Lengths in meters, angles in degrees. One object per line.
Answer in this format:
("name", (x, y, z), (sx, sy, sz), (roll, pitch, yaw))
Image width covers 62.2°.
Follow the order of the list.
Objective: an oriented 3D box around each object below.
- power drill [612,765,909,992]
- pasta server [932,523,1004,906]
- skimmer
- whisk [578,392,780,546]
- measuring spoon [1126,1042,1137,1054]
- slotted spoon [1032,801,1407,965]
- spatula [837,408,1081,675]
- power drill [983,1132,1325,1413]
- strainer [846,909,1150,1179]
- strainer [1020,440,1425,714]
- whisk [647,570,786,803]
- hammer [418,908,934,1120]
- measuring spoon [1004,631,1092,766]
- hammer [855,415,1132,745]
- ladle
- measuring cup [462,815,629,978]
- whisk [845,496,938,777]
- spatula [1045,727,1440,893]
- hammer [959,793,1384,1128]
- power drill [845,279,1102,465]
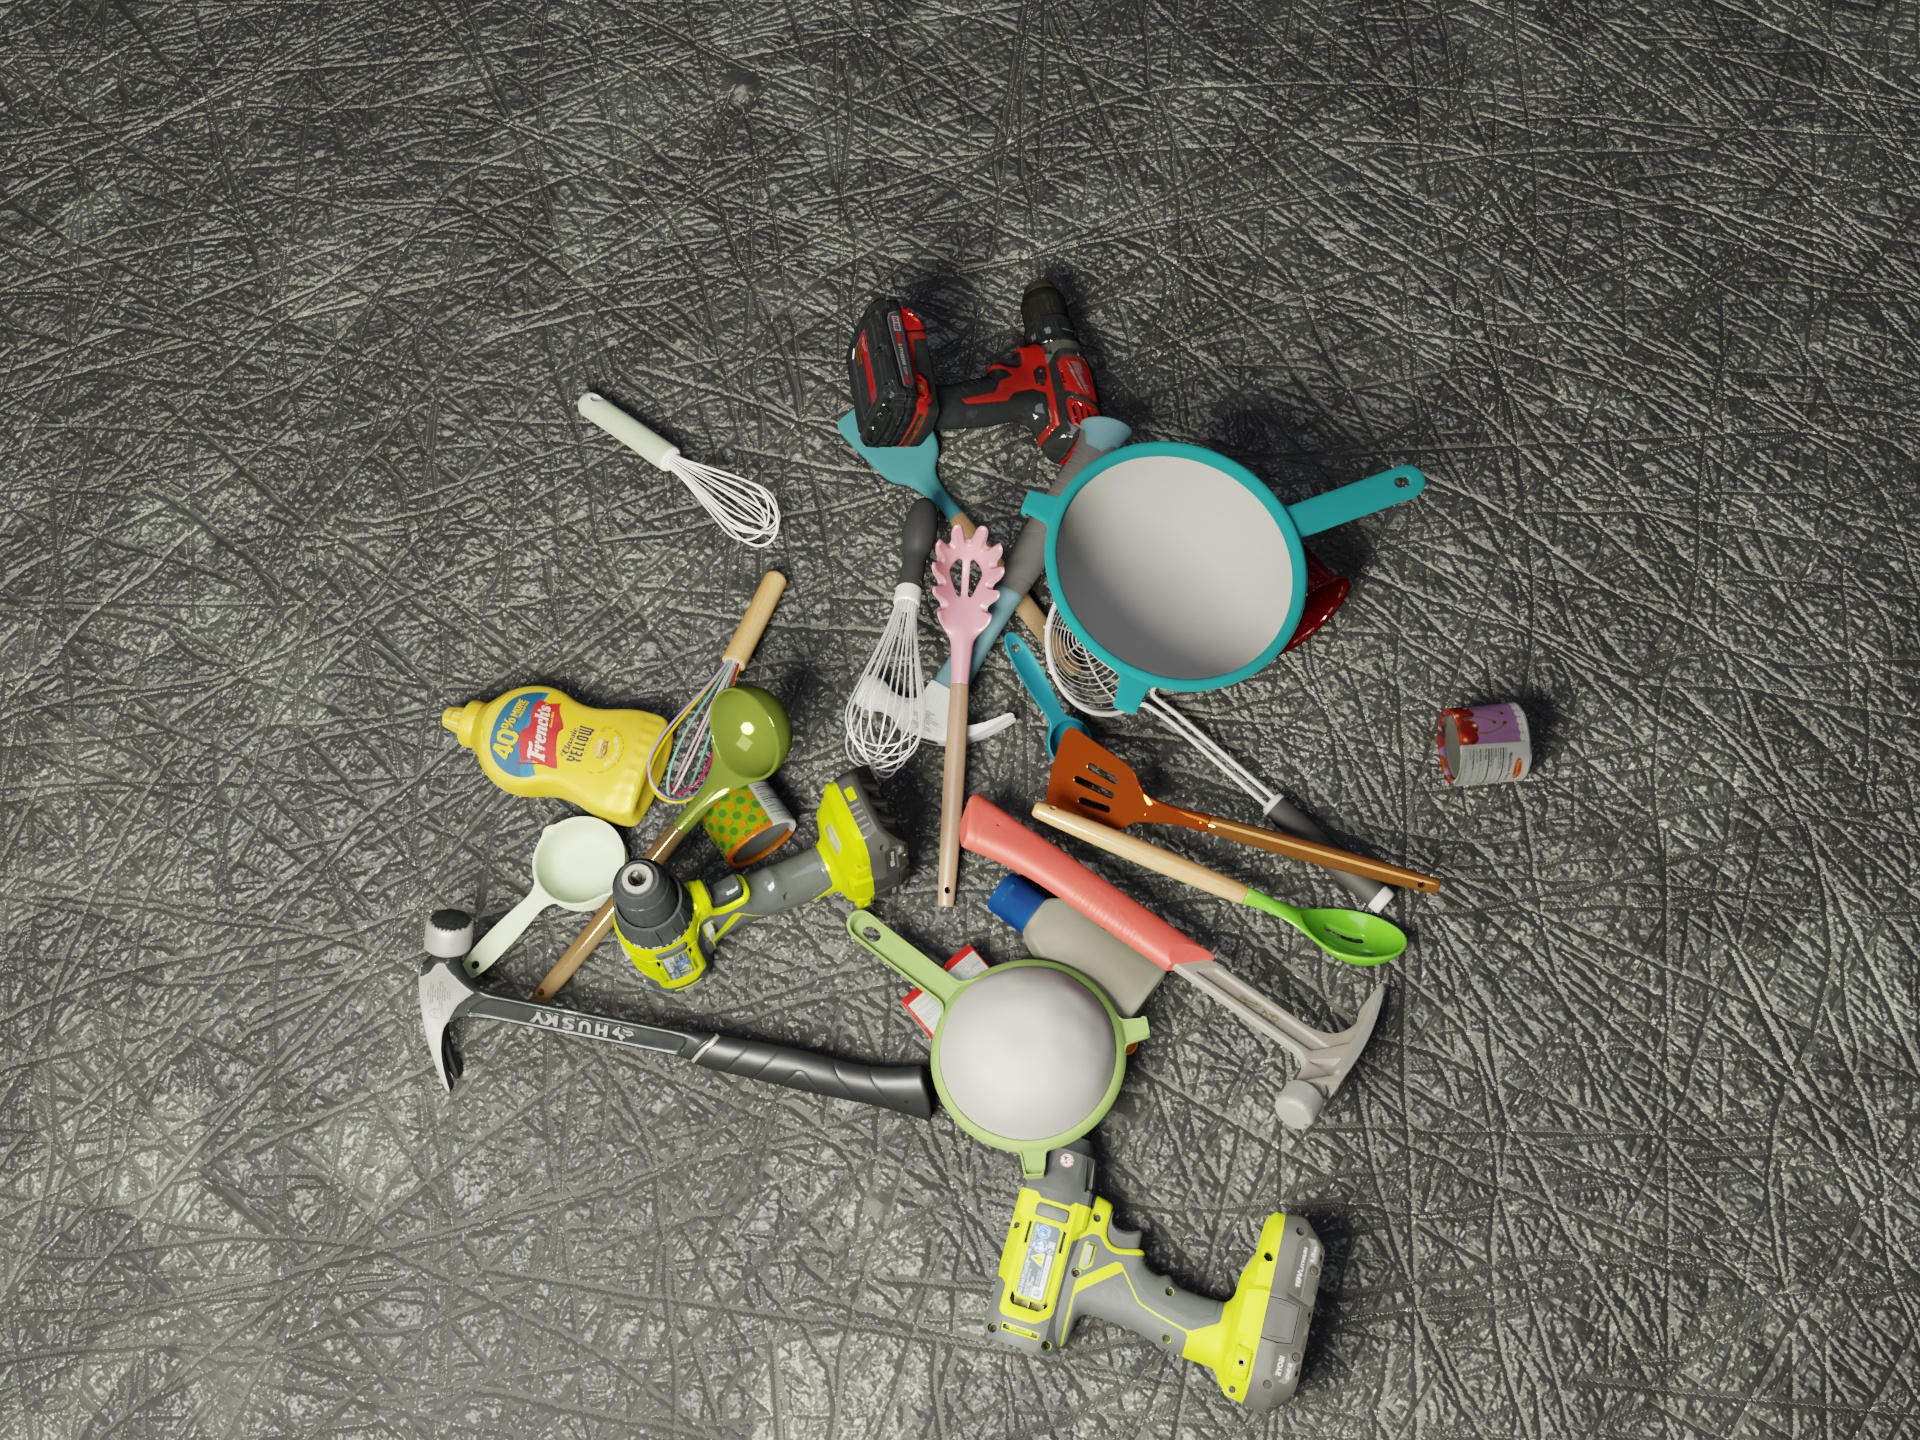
("power drill", (-0.159, 0.122, 1.233), (0.228, 0.190, 0.080), (-23, 66, -12))
("pasta server", (-0.002, -0.004, 1.321), (0.060, 0.040, 0.316), (4, 82, -3))
("skimmer", (0.217, 0.018, 1.311), (0.127, 0.090, 0.363), (-41, 73, -19))
("whisk", (-0.260, -0.235, 1.458), (0.246, 0.059, 0.058), (35, 37, 18))
("measuring spoon", (0.082, 0.259, 1.265), (0.117, 0.011, 0.021), (-3, 62, 5))
("slotted spoon", (0.204, 0.130, 1.277), (0.314, 0.031, 0.070), (22, 28, 4))
("spatula", (0.010, -0.166, 1.418), (0.082, 0.044, 0.318), (-34, 72, -9))
("power drill", (0.145, 0.399, 1.170), (0.223, 0.080, 0.171), (14, 69, 11))
("strainer", (0.008, 0.214, 1.214), (0.256, 0.069, 0.151), (34, 71, 21))
("strainer", (0.220, -0.132, 1.296), (0.340, 0.095, 0.211), (-21, 76, -16))
("whisk", (-0.199, -0.030, 1.361), (0.047, 0.051, 0.245), (4, 55, 28))
("hammer", (-0.219, 0.256, 1.236), (0.409, 0.036, 0.149), (12, 112, -1))
("measuring spoon", (0.068, -0.018, 1.343), (0.042, 0.021, 0.128), (-34, 100, -21))
("hammer", (0.047, -0.124, 1.377), (0.128, 0.033, 0.331), (30, 83, 12))
("ladle", (-0.245, 0.104, 1.262), (0.078, 0.062, 0.320), (41, 94, 21))
("measuring cup", (-0.342, 0.152, 1.307), (0.083, 0.038, 0.167), (40, 77, 16))
("whisk", (-0.049, -0.077, 1.332), (0.070, 0.070, 0.285), (6, 56, 4))
("spatula", (0.225, 0.087, 1.288), (0.322, 0.041, 0.081), (15, 106, 9))
("hammer", (0.155, 0.164, 1.253), (0.359, 0.036, 0.149), (34, 47, 14))
("power drill", (0.016, -0.324, 1.437), (0.226, 0.080, 0.188), (-1, 66, -23))
